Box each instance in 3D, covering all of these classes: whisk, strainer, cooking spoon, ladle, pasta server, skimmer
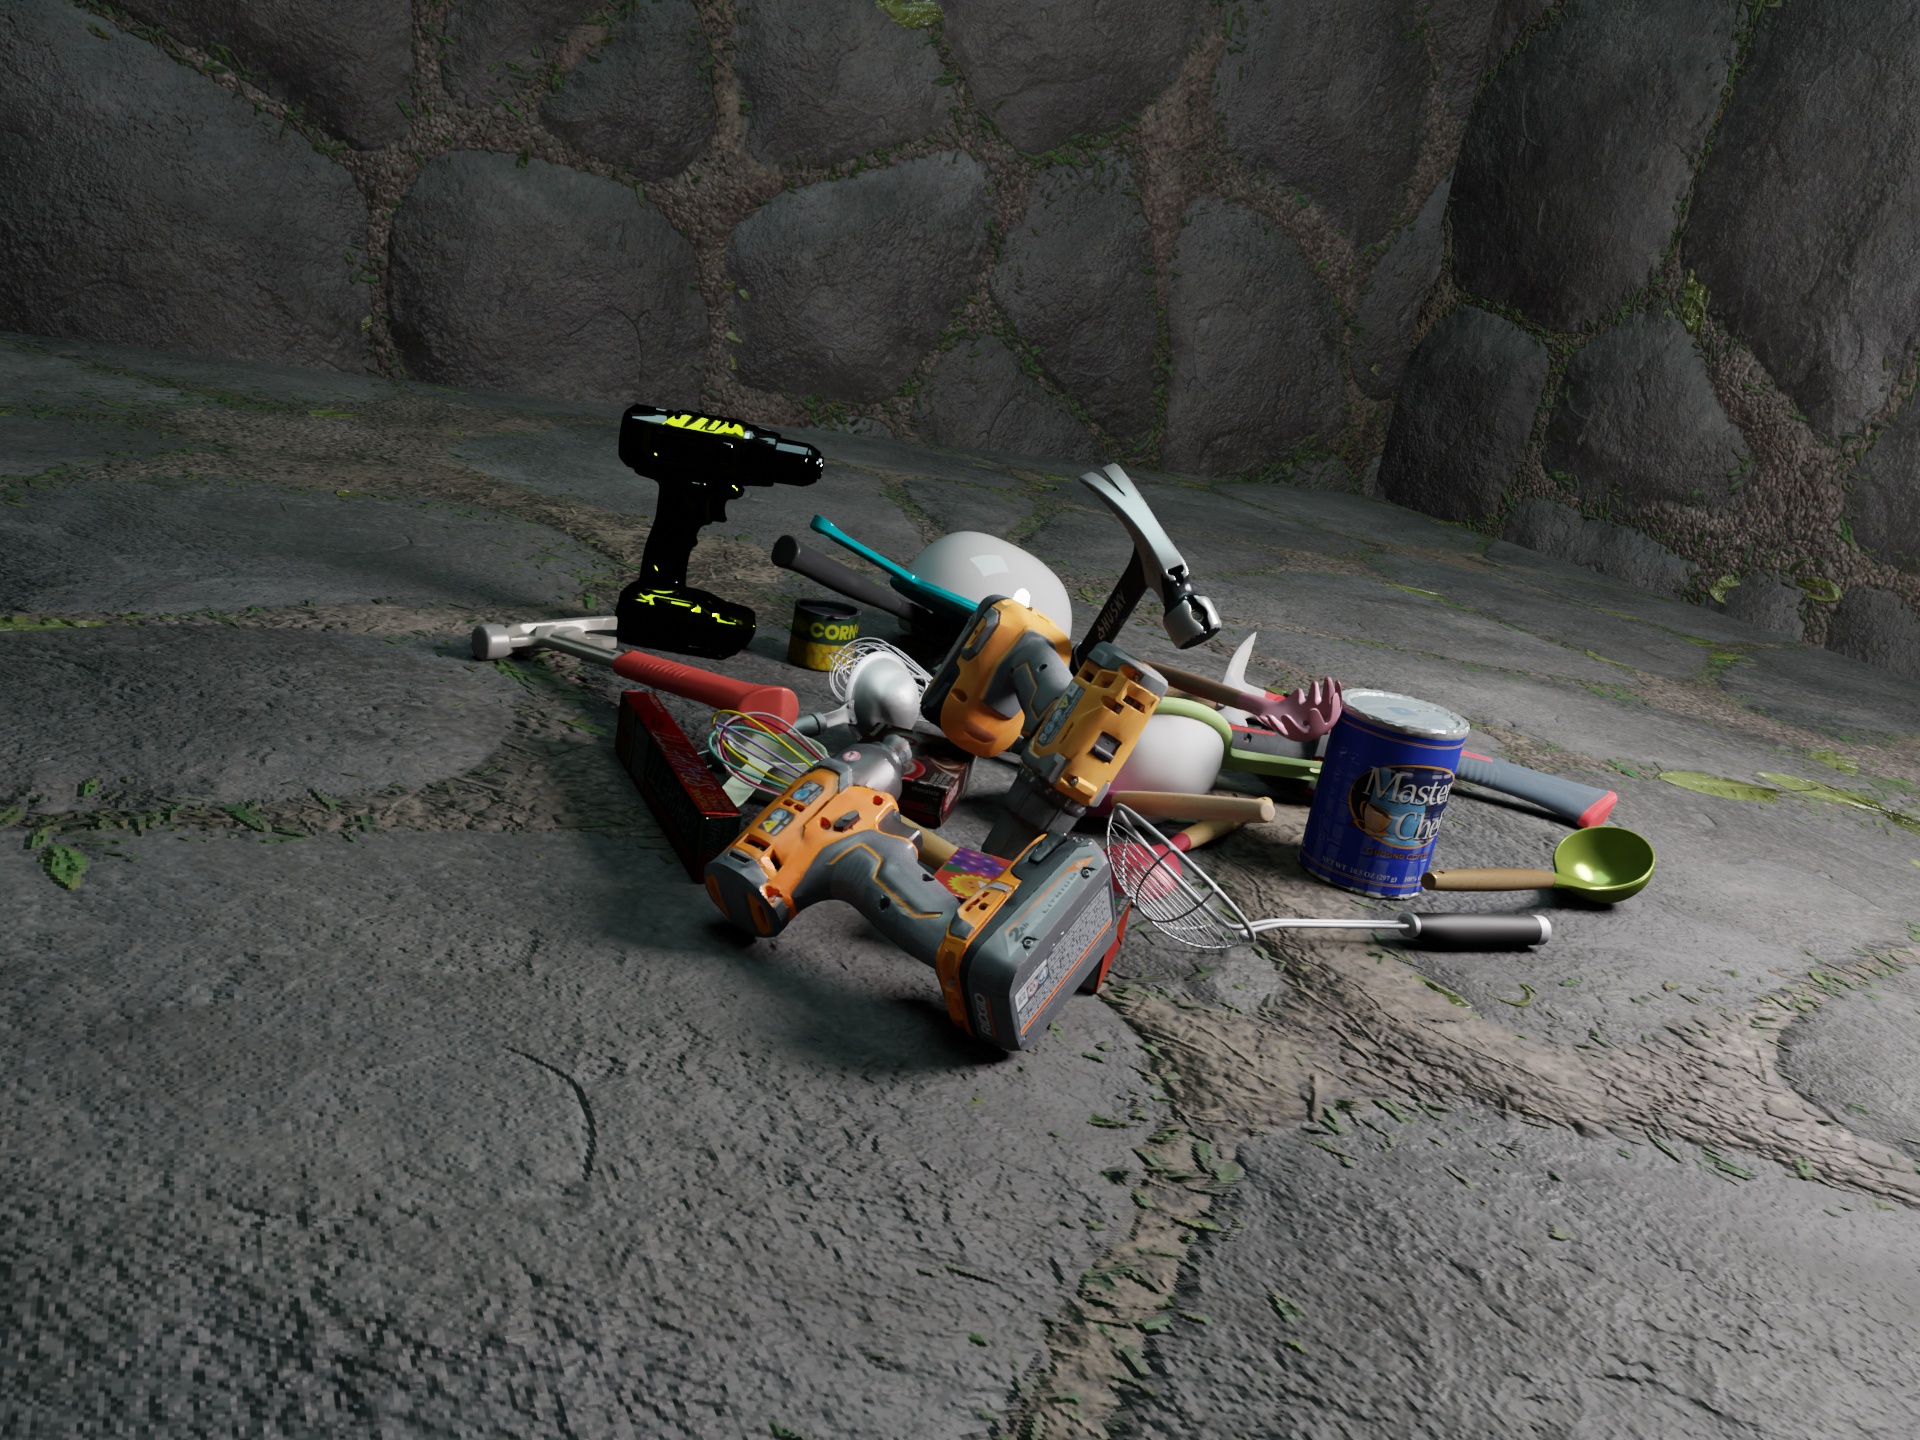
[{"bbox_3d":[-0.003,-0.005,1.415,0.285,0.070,0.070,24,21,25],"label":"whisk"},{"bbox_3d":[-0.074,0.059,1.107,0.245,0.047,0.051,29,24,11],"label":"whisk"},{"bbox_3d":[0.195,0.051,1.281,0.256,0.151,0.069,7,60,-13],"label":"strainer"},{"bbox_3d":[0.128,0.060,1.154,0.068,0.017,0.319,37,-15,-20],"label":"cooking spoon"},{"bbox_3d":[0.443,0.111,1.227,0.320,0.062,0.078,5,13,-45],"label":"ladle"},{"bbox_3d":[0.223,-0.028,1.345,0.060,0.040,0.316,-32,21,-13],"label":"pasta server"},{"bbox_3d":[0.187,0.093,1.258,0.069,0.031,0.315,17,16,28],"label":"ladle"},{"bbox_3d":[-0.008,-0.165,1.659,0.340,0.095,0.211,27,-3,-37],"label":"strainer"},{"bbox_3d":[-0.110,0.002,1.305,0.258,0.087,0.050,-19,14,-38],"label":"strainer"},{"bbox_3d":[0.270,0.115,1.117,0.363,0.090,0.127,5,12,-21],"label":"skimmer"}]

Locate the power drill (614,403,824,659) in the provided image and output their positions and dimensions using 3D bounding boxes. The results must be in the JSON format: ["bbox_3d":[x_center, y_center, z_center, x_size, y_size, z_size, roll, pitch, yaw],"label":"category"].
[{"bbox_3d":[-0.240,-0.181,1.539,0.190,0.228,0.080,10,17,-2],"label":"power drill"}]

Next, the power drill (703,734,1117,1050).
[{"bbox_3d":[-0.021,0.088,0.957,0.227,0.084,0.164,21,50,31],"label":"power drill"}]

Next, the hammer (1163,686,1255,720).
[{"bbox_3d":[0.300,-0.012,1.662,0.331,0.031,0.130,10,16,1],"label":"hammer"}]

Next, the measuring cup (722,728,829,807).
[{"bbox_3d":[-0.151,0.049,1.174,0.083,0.038,0.168,13,19,7],"label":"measuring cup"}]

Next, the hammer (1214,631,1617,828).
[{"bbox_3d":[0.445,0.018,1.564,0.386,0.038,0.143,17,47,11],"label":"hammer"}]

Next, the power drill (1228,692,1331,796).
[{"bbox_3d":[0.235,0.014,1.433,0.219,0.078,0.143,6,13,-20],"label":"power drill"}]

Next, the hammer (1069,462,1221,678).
[{"bbox_3d":[0.101,-0.060,1.276,0.036,0.149,0.408,-23,-13,-16],"label":"hammer"}]

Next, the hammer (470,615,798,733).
[{"bbox_3d":[-0.257,-0.043,1.343,0.359,0.036,0.149,15,16,42],"label":"hammer"}]

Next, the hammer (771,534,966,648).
[{"bbox_3d":[-0.077,-0.121,1.595,0.146,0.035,0.334,24,1,32],"label":"hammer"}]

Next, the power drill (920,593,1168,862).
[{"bbox_3d":[0.046,0.011,1.181,0.084,0.185,0.226,30,5,-27],"label":"power drill"}]
